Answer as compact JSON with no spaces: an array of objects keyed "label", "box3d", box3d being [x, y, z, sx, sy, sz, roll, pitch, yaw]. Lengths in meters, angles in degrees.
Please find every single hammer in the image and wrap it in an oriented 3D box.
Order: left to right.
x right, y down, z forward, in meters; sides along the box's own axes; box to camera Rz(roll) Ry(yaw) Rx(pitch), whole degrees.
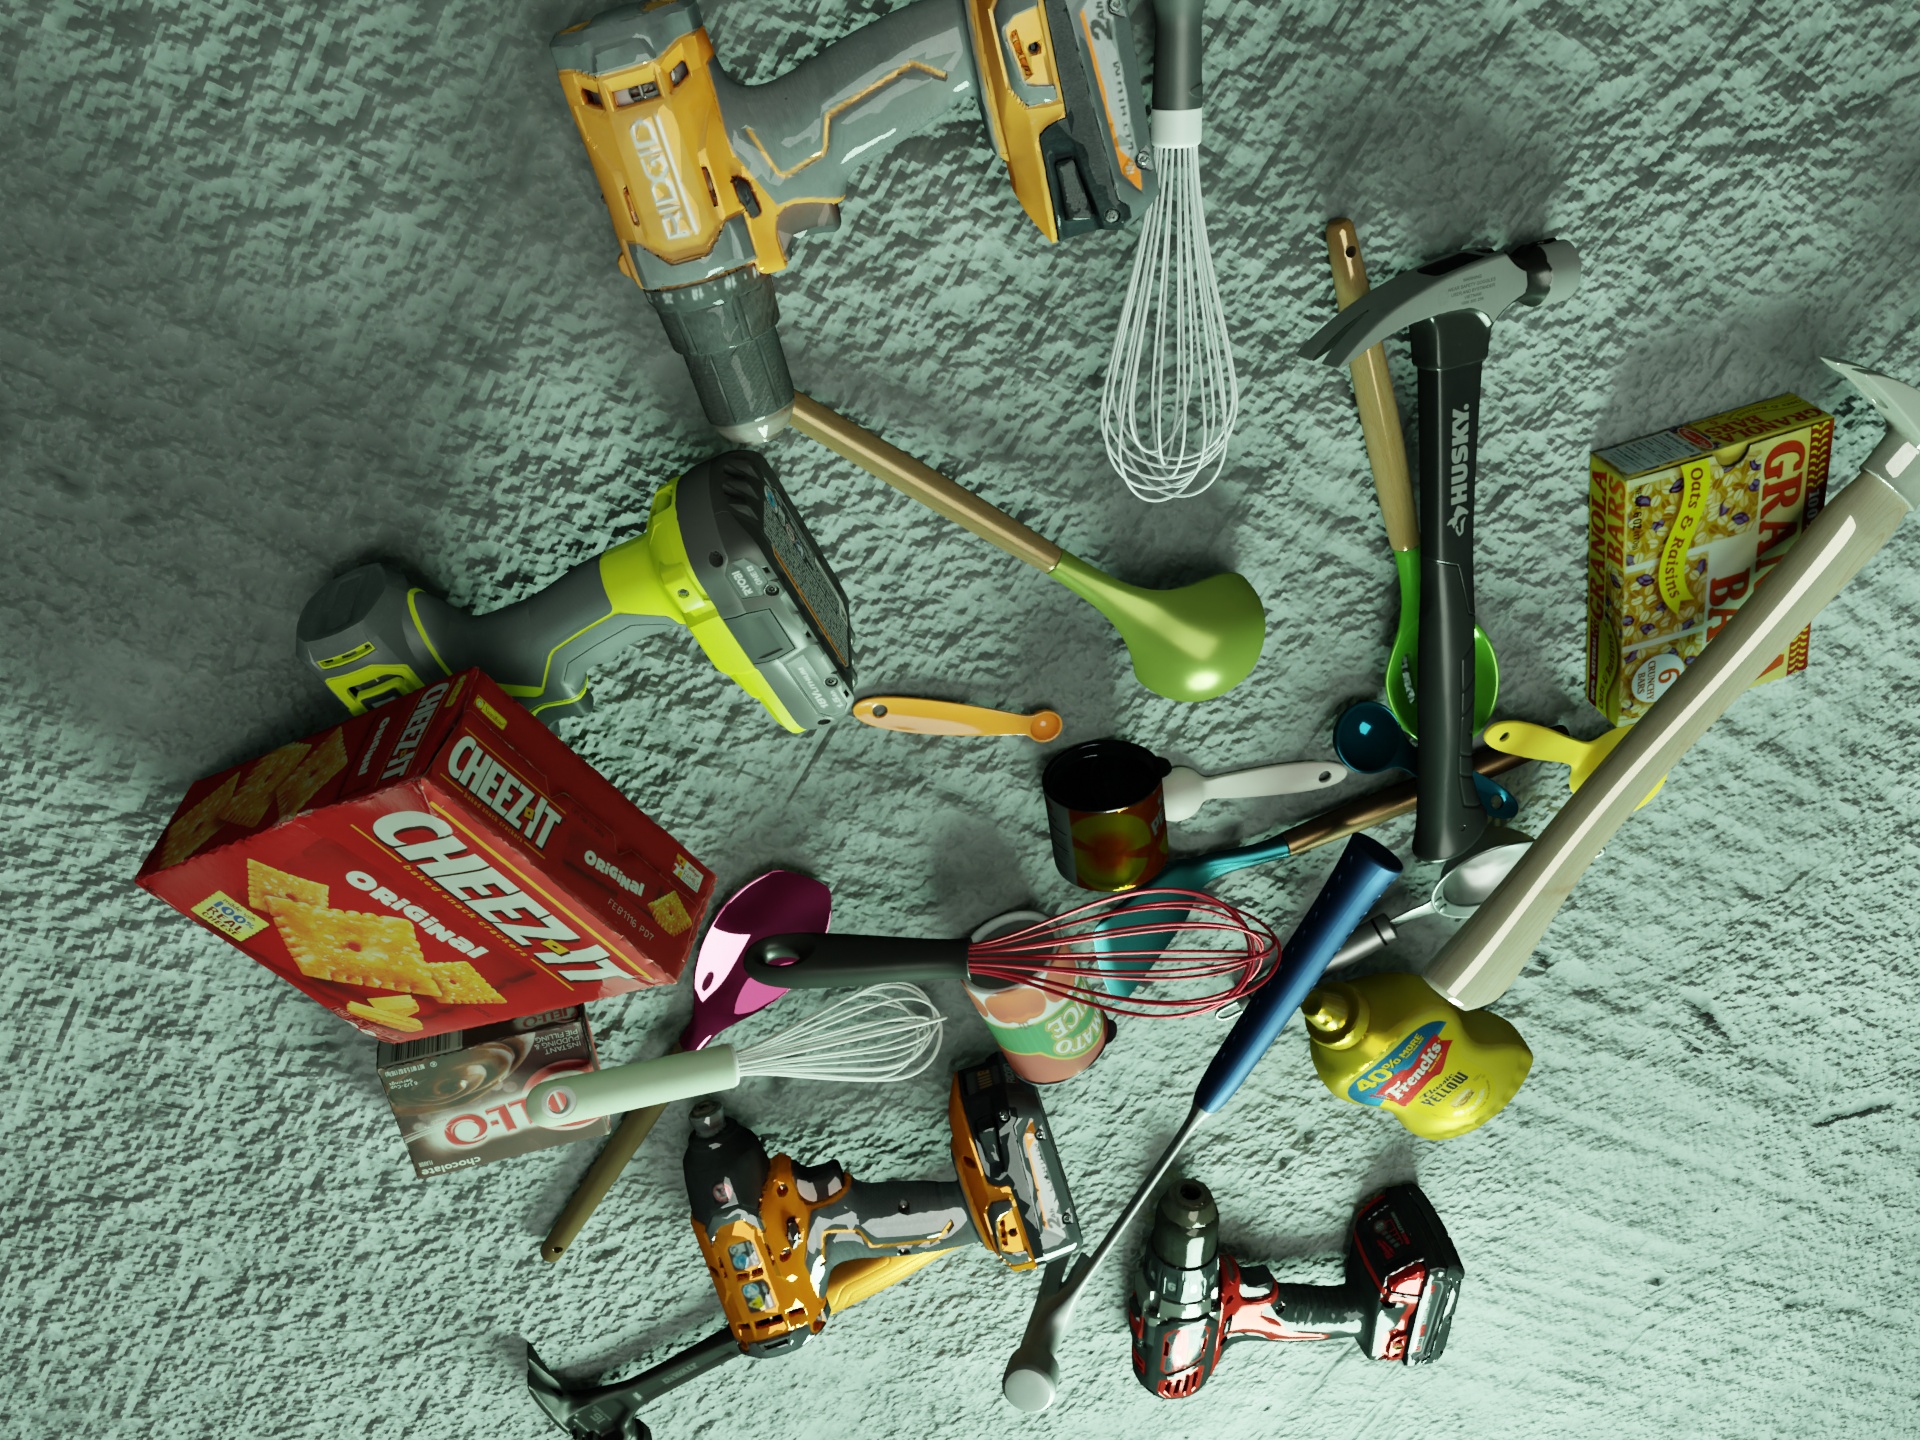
[{"label":"hammer","box3d":[-0.118,0.387,1.054,0.337,0.034,0.127,-28,124,3]},{"label":"hammer","box3d":[0.145,0.240,0.981,0.035,0.144,0.405,31,108,5]},{"label":"hammer","box3d":[0.252,-0.072,0.837,0.146,0.035,0.334,-17,118,-18]},{"label":"hammer","box3d":[0.396,-0.004,0.890,0.146,0.038,0.410,29,106,-30]}]

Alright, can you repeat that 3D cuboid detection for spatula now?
[{"label":"spatula","box3d":[0.222,0.073,0.946,0.317,0.044,0.082,-22,134,-3]}]

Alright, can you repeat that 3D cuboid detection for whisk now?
[{"label":"whisk","box3d":[-0.123,0.195,0.911,0.246,0.059,0.058,-8,81,-20]},{"label":"whisk","box3d":[0.025,0.129,0.869,0.296,0.073,0.073,-2,123,9]},{"label":"whisk","box3d":[0.098,-0.236,0.723,0.070,0.070,0.284,-7,117,-10]}]

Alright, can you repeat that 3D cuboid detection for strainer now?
[{"label":"strainer","box3d":[0.271,0.124,0.992,0.258,0.050,0.086,-31,140,12]}]

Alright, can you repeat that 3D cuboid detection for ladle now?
[{"label":"ladle","box3d":[0.024,-0.098,0.800,0.320,0.062,0.078,28,113,-20]}]

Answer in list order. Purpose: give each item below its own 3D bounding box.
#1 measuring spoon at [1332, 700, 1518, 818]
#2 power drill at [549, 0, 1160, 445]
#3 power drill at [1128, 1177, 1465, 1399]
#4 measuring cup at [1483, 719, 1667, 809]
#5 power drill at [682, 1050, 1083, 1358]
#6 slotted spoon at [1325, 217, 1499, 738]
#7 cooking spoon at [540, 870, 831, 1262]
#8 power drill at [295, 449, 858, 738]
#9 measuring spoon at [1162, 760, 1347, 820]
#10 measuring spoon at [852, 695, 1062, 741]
[{"label":"measuring spoon","box3d":[0.270,0.028,0.931,0.128,0.021,0.042,25,84,-14]},{"label":"power drill","box3d":[-0.036,-0.223,0.668,0.226,0.084,0.185,-13,120,4]},{"label":"power drill","box3d":[0.231,0.389,1.124,0.226,0.080,0.187,-5,121,-9]},{"label":"measuring cup","box3d":[0.366,0.025,0.944,0.156,0.029,0.062,11,121,-36]},{"label":"power drill","box3d":[-0.054,0.282,0.973,0.226,0.084,0.164,-18,104,1]},{"label":"slotted spoon","box3d":[0.234,-0.117,0.845,0.070,0.031,0.313,-27,122,-7]},{"label":"cooking spoon","box3d":[-0.172,0.210,0.941,0.068,0.017,0.319,23,112,-30]},{"label":"power drill","box3d":[-0.169,-0.025,0.752,0.223,0.080,0.171,-19,132,12]},{"label":"measuring spoon","box3d":[0.170,0.040,0.927,0.124,0.018,0.034,-7,122,-12]},{"label":"measuring spoon","box3d":[-0.001,-0.003,0.864,0.117,0.011,0.021,5,118,-13]}]
